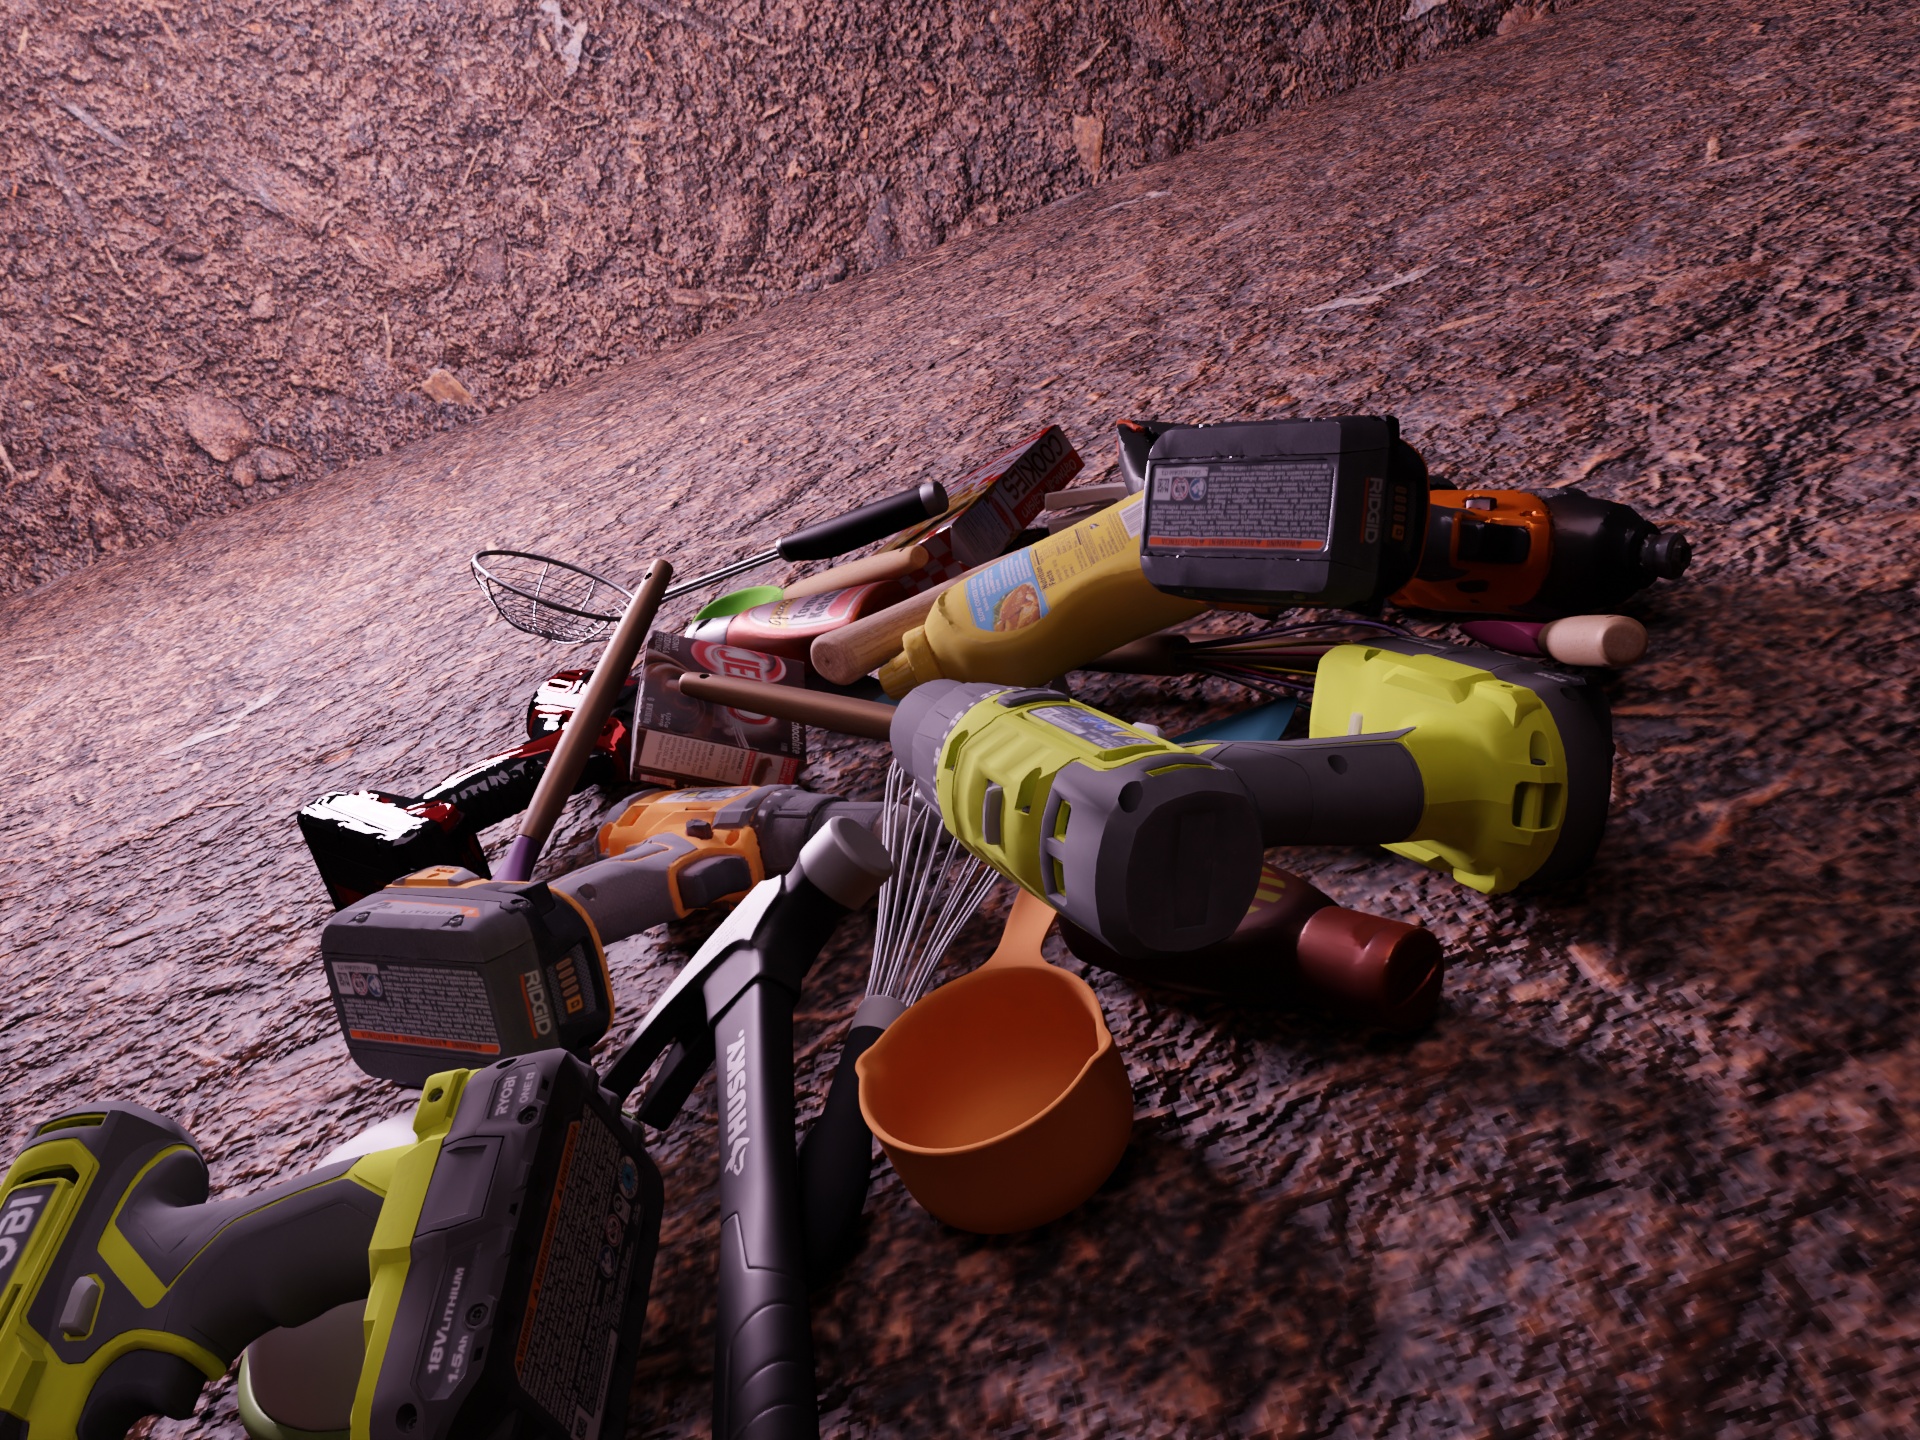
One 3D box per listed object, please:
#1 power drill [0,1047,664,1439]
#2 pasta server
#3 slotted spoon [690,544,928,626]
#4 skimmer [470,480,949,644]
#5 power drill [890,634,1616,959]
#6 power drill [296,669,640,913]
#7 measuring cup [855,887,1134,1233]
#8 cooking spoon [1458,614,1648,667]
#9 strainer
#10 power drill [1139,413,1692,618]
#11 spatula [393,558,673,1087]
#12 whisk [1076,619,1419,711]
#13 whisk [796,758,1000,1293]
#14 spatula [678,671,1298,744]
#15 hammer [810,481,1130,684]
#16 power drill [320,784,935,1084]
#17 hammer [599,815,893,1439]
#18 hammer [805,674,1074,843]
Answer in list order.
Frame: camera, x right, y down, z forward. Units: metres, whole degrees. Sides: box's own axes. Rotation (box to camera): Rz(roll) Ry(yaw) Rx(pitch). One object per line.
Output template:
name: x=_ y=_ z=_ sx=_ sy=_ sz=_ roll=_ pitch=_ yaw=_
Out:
power drill: x=-0.212 y=0.186 z=0.473 sx=0.223 sy=0.080 sz=0.171 roll=-13 pitch=40 yaw=13
pasta server: x=0.085 y=-0.048 z=0.889 sx=0.316 sy=0.040 sz=0.060 roll=4 pitch=23 yaw=42
slotted spoon: x=-0.102 y=-0.084 z=1.051 sx=0.070 sy=0.031 sz=0.314 roll=-39 pitch=15 yaw=-26
skimmer: x=-0.178 y=-0.129 z=1.107 sx=0.363 sy=0.090 sz=0.127 roll=-16 pitch=-3 yaw=25
power drill: x=0.099 y=0.017 z=0.583 sx=0.228 sy=0.080 sz=0.191 roll=-5 pitch=15 yaw=-25
power drill: x=-0.234 y=0.043 z=0.912 sx=0.188 sy=0.080 sz=0.227 roll=9 pitch=33 yaw=38
measuring cup: x=0.027 y=0.108 z=0.575 sx=0.095 sy=0.052 sz=0.174 roll=-10 pitch=28 yaw=25
cooking spoon: x=0.228 y=-0.030 z=0.601 sx=0.069 sy=0.017 sz=0.319 roll=4 pitch=4 yaw=15
strainer: x=-0.205 y=0.209 z=0.535 sx=0.151 sy=0.069 sz=0.256 roll=-18 pitch=22 yaw=7
power drill: x=0.210 y=-0.084 z=0.719 sx=0.226 sy=0.084 sz=0.164 roll=2 pitch=4 yaw=-41
spatula: x=-0.214 y=0.041 z=0.824 sx=0.060 sy=0.018 sz=0.316 roll=-3 pitch=54 yaw=34
whisk: x=0.131 y=-0.029 z=0.802 sx=0.245 sy=0.051 sz=0.047 roll=5 pitch=12 yaw=44
whisk: x=-0.021 y=0.095 z=0.624 sx=0.070 sy=0.070 sz=0.285 roll=-9 pitch=37 yaw=25
spatula: x=-0.001 y=-0.002 z=0.768 sx=0.317 sy=0.044 sz=0.082 roll=10 pitch=29 yaw=23
hammer: x=0.037 y=-0.090 z=0.946 sx=0.130 sy=0.031 sz=0.331 roll=10 pitch=27 yaw=41
power drill: x=-0.135 y=0.083 z=0.705 sx=0.185 sy=0.084 sz=0.226 roll=-3 pitch=13 yaw=34
hammer: x=-0.065 y=0.167 z=0.491 sx=0.146 sy=0.035 sz=0.335 roll=-46 pitch=25 yaw=16
hammer: x=-0.050 y=-0.009 z=0.922 sx=0.128 sy=0.033 sz=0.331 roll=-33 pitch=26 yaw=-24
